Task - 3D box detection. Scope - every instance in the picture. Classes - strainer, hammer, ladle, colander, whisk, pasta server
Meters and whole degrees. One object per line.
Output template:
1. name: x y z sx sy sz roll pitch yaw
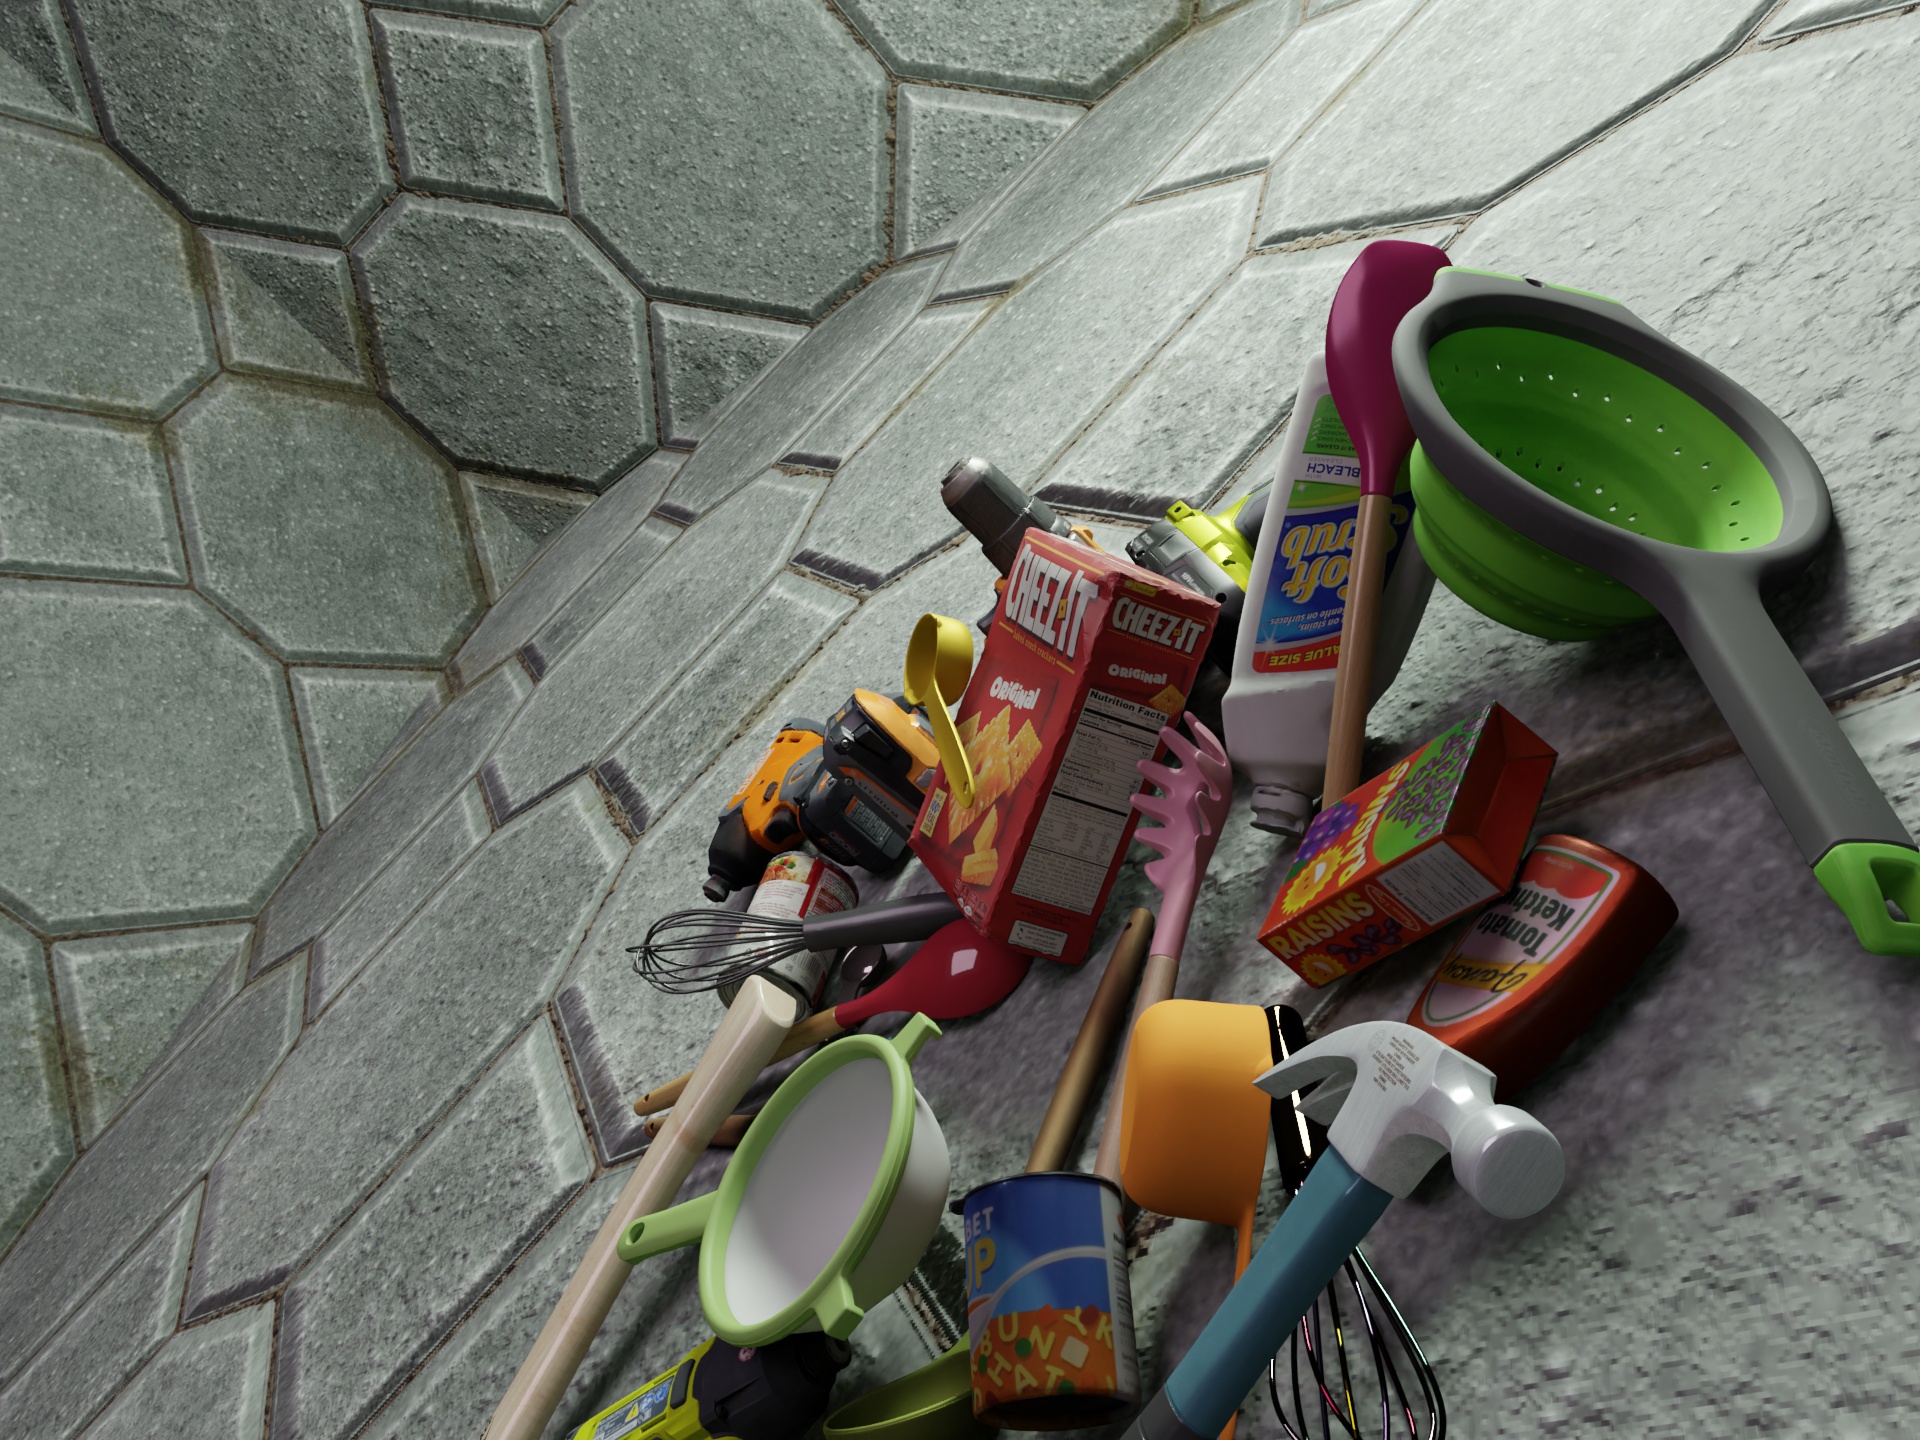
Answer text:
1. strainer: -0.085 0.249 0.782 0.256 0.069 0.152 -32 31 44
2. hammer: 0.069 0.242 0.531 0.331 0.033 0.128 -57 13 6
3. ladle: -0.090 0.189 0.972 0.315 0.031 0.069 -29 36 28
4. colander: 0.283 -0.045 0.674 0.398 0.204 0.094 -96 18 -44
5. whisk: -0.093 0.130 0.979 0.239 0.055 0.055 -10 32 10
6. hammer: -0.217 0.330 0.908 0.146 0.038 0.411 -5 51 59
7. pasta server: 0.083 0.134 0.742 0.060 0.040 0.316 -40 25 53
8. whisk: 0.136 0.186 0.598 0.051 0.047 0.245 -37 20 20
9. ladle: 0.030 0.202 0.737 0.078 0.062 0.320 -29 24 45

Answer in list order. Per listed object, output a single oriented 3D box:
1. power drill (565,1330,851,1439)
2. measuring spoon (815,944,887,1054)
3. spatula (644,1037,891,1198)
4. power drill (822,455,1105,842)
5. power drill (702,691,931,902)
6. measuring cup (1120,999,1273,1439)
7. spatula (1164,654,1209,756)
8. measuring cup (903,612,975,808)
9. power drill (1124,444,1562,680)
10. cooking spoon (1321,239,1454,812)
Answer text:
1. power drill: -0.122 0.371 0.681 0.171 0.080 0.223 -37 20 19
2. measuring spoon: -0.071 0.192 0.987 0.034 0.018 0.124 -15 43 39
3. spatula: -0.120 0.240 0.943 0.317 0.044 0.082 -18 55 51
4. power drill: 0.006 -0.041 1.033 0.226 0.185 0.084 -46 13 5
5. power drill: -0.109 0.065 1.186 0.226 0.084 0.164 -14 38 58
6. measuring cup: 0.087 0.191 0.621 0.095 0.052 0.174 93 -174 -56
7. spatula: 0.156 -0.053 1.008 0.060 0.018 0.316 -1 49 55
8. measuring cup: -0.001 -0.003 0.930 0.157 0.029 0.062 -108 34 -46
9. power drill: 0.226 -0.124 0.927 0.228 0.080 0.191 -38 33 5
10. cooking spoon: 0.201 -0.084 0.780 0.017 0.069 0.319 63 -145 -83
